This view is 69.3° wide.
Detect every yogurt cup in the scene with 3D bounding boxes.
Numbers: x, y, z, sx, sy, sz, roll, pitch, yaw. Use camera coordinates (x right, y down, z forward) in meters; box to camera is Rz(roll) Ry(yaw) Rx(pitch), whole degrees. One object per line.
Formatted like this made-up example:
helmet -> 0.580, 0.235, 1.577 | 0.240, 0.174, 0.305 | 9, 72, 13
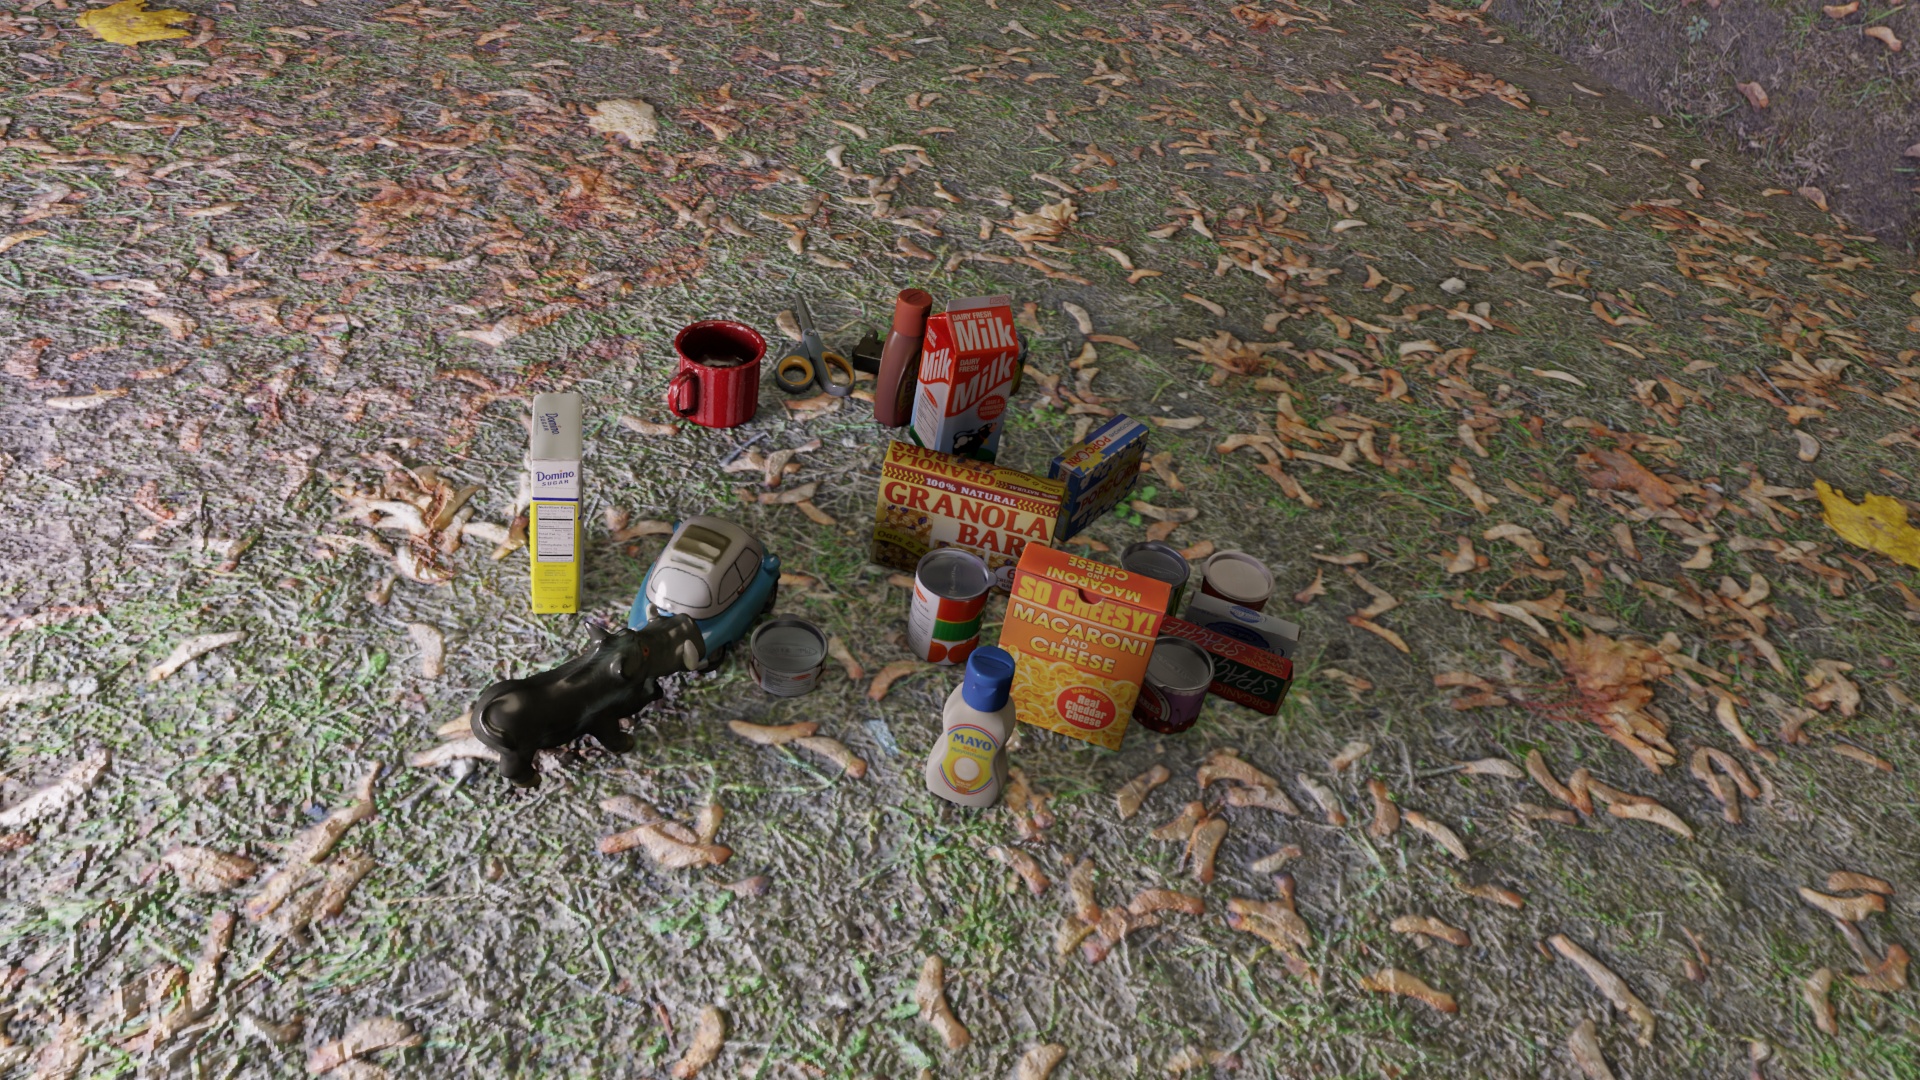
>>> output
yogurt cup -> 0.259, 0.051, 1.320 | 0.072, 0.053, 0.073 | 6, 40, -5

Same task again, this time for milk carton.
milk carton -> 0.005, -0.166, 1.412 | 0.072, 0.189, 0.074 | -10, 45, -23

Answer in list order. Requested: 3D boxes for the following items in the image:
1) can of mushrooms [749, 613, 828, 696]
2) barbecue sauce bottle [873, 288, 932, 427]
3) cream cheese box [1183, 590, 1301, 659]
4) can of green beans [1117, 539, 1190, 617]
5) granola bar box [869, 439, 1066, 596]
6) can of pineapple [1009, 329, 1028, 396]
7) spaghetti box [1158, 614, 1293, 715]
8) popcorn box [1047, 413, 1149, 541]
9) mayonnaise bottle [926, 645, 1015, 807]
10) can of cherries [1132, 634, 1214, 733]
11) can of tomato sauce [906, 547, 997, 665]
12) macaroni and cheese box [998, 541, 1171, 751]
can of mushrooms -> -0.147, 0.098, 1.191 | 0.071, 0.033, 0.071 | 6, 40, -5
barbecue sauce bottle -> -0.057, -0.193, 1.461 | 0.044, 0.147, 0.065 | 30, 44, 21
cream cheese box -> 0.255, 0.087, 1.278 | 0.104, 0.053, 0.024 | 18, 41, 9
can of green beans -> 0.177, 0.044, 1.308 | 0.071, 0.057, 0.071 | 6, 40, -5
granola bar box -> 0.005, -0.016, 1.288 | 0.166, 0.123, 0.039 | 14, 40, 4
can of pineapple -> 0.040, -0.200, 1.561 | 0.071, 0.057, 0.071 | 6, 40, -5
spaghetti box -> 0.176, 0.091, 1.258 | 0.250, 0.049, 0.029 | 20, 41, 11
popcorn box -> 0.135, -0.065, 1.404 | 0.038, 0.084, 0.127 | 33, 45, 24
mayonnaise bottle -> 0.013, 0.146, 1.083 | 0.065, 0.147, 0.041 | 15, 40, 5
can of cherries -> 0.180, 0.126, 1.212 | 0.071, 0.058, 0.072 | 6, 40, -5
can of tomato sauce -> -0.009, 0.059, 1.229 | 0.071, 0.082, 0.071 | 6, 40, -5
macaroni and cheese box -> 0.095, 0.091, 1.151 | 0.124, 0.165, 0.040 | 16, 40, 7
